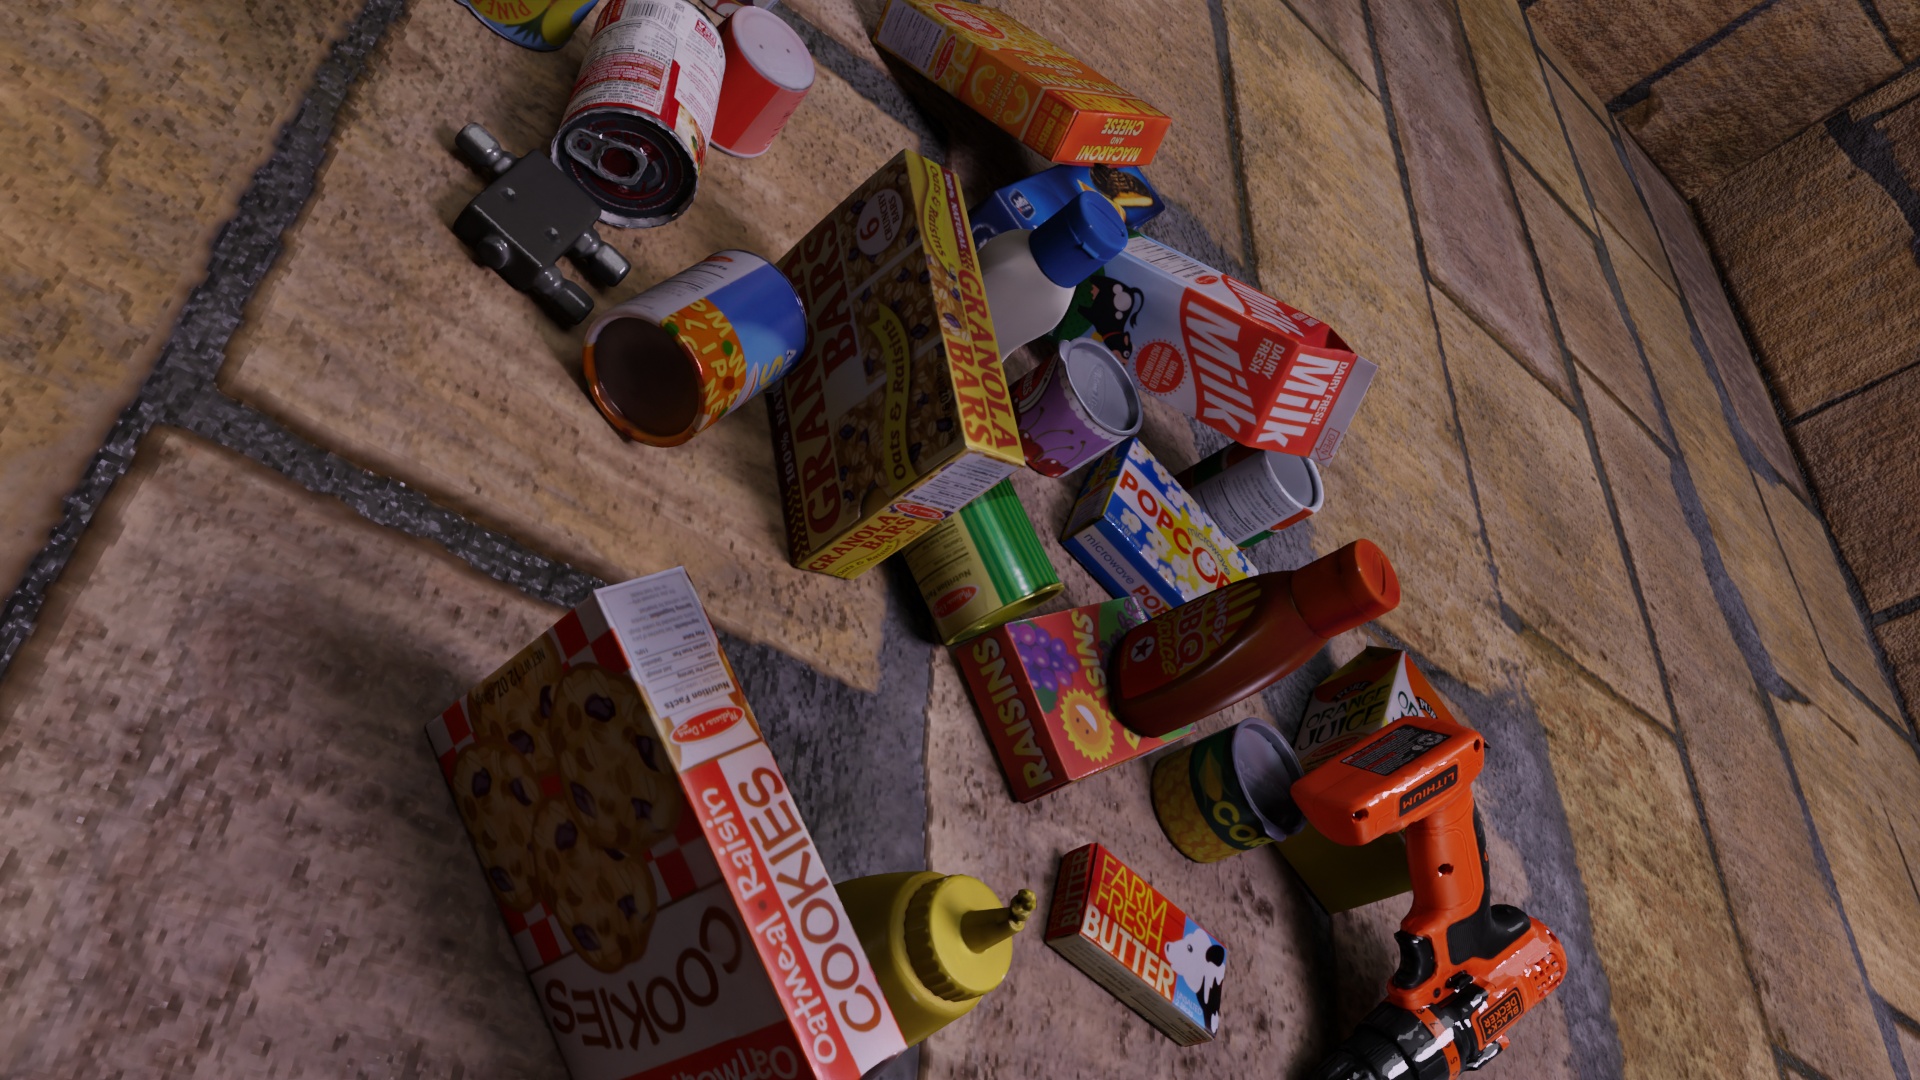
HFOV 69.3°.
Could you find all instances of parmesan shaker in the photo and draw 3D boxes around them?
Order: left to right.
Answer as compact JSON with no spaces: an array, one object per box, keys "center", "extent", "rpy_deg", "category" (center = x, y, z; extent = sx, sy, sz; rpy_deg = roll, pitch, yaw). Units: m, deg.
[{"center":[0.002,-0.009,0.698],"extent":[0.071,0.071,0.103],"rpy_deg":[-13,74,-51],"category":"parmesan shaker"}]

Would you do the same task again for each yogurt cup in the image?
[{"center":[-0.116,-0.251,0.754],"extent":[0.072,0.053,0.073],"rpy_deg":[27,47,-34],"category":"yogurt cup"}]

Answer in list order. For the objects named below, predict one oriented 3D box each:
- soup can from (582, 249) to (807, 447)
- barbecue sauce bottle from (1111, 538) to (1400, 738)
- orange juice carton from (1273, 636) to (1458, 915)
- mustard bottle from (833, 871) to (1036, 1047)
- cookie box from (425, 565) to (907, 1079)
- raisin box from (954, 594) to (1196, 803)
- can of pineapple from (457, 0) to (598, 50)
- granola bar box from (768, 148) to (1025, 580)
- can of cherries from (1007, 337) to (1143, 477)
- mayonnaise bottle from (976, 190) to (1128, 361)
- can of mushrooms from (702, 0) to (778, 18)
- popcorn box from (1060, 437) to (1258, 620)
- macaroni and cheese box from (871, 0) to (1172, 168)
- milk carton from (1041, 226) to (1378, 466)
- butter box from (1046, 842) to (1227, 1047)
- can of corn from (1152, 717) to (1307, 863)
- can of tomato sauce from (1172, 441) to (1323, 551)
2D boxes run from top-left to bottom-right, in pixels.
[{"center":[-0.117,-0.085,0.626],"extent":[0.071,0.071,0.084],"rpy_deg":[52,38,-7],"category":"soup can"},{"center":[0.144,0.046,0.686],"extent":[0.043,0.148,0.065],"rpy_deg":[40,40,-24],"category":"barbecue sauce bottle"},{"center":[0.262,0.138,0.879],"extent":[0.071,0.072,0.194],"rpy_deg":[52,37,-10],"category":"orange juice carton"},{"center":[-0.030,0.148,0.479],"extent":[0.048,0.159,0.066],"rpy_deg":[44,40,-19],"category":"mustard bottle"},{"center":[-0.103,0.110,0.454],"extent":[0.040,0.122,0.167],"rpy_deg":[-16,77,-51],"category":"cookie box"},{"center":[0.062,0.080,0.728],"extent":[0.124,0.040,0.086],"rpy_deg":[-8,71,-51],"category":"raisin box"},{"center":[-0.205,-0.283,0.675],"extent":[0.071,0.057,0.071],"rpy_deg":[28,47,-33],"category":"can of pineapple"},{"center":[-0.040,-0.082,0.660],"extent":[0.039,0.123,0.166],"rpy_deg":[14,55,-42],"category":"granola bar box"},{"center":[0.064,-0.080,0.828],"extent":[0.071,0.058,0.072],"rpy_deg":[27,48,-34],"category":"can of cherries"},{"center":[0.024,-0.131,0.746],"extent":[0.064,0.147,0.041],"rpy_deg":[36,42,-27],"category":"mayonnaise bottle"},{"center":[-0.134,-0.342,0.816],"extent":[0.071,0.033,0.071],"rpy_deg":[27,47,-34],"category":"can of mushrooms"},{"center":[0.124,0.010,0.846],"extent":[0.126,0.038,0.085],"rpy_deg":[45,38,-15],"category":"popcorn box"},{"center":[0.042,-0.306,0.925],"extent":[0.167,0.040,0.124],"rpy_deg":[41,32,23],"category":"macaroni and cheese box"},{"center":[0.155,-0.119,0.852],"extent":[0.191,0.072,0.074],"rpy_deg":[30,28,19],"category":"milk carton"},{"center":[0.089,0.199,0.684],"extent":[0.103,0.024,0.053],"rpy_deg":[41,41,-20],"category":"butter box"},{"center":[0.148,0.140,0.763],"extent":[0.071,0.058,0.071],"rpy_deg":[28,46,-33],"category":"can of corn"},{"center":[0.183,-0.030,0.903],"extent":[0.071,0.082,0.071],"rpy_deg":[28,46,-33],"category":"can of tomato sauce"}]
